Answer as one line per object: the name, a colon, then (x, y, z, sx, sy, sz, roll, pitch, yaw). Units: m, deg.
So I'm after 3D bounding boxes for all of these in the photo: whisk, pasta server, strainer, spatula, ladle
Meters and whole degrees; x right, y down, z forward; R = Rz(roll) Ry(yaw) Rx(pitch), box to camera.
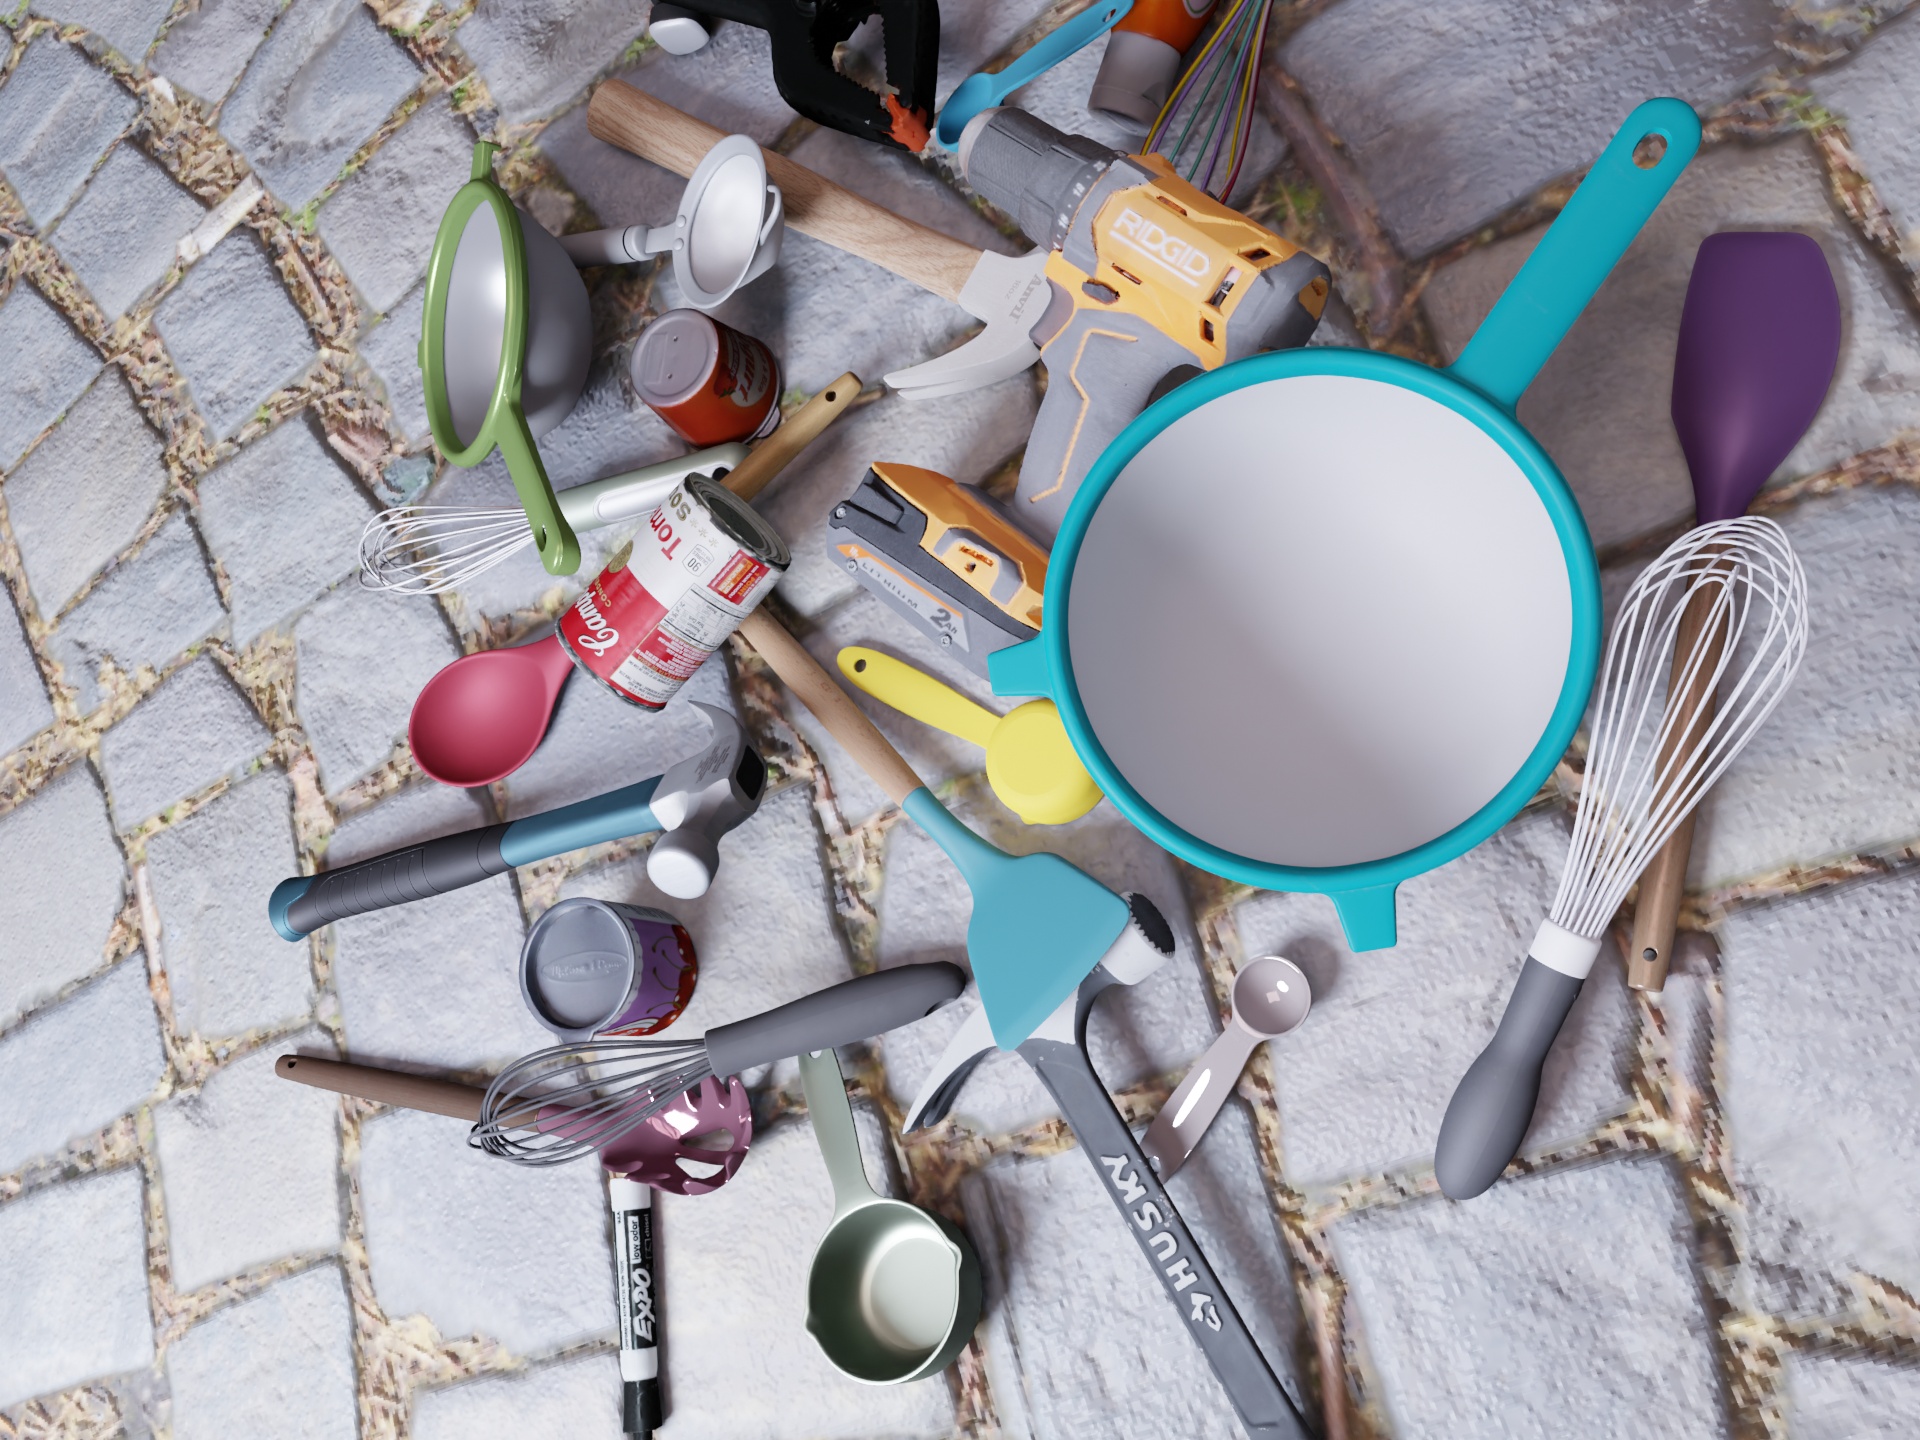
whisk: (-0.222, -0.110, 0.861, 0.246, 0.057, 0.059, -12, 40, 17)
pasta server: (-0.235, 0.194, 0.806, 0.316, 0.040, 0.060, 3, 51, 26)
strainer: (-0.218, -0.171, 0.836, 0.151, 0.069, 0.257, -56, 49, 39)
strainer: (-0.162, -0.256, 0.845, 0.258, 0.050, 0.087, 9, 91, 42)
strainer: (0.180, -0.091, 0.647, 0.211, 0.095, 0.340, 36, 95, 9)
spatula: (-0.041, 0.016, 0.748, 0.082, 0.044, 0.318, -50, 61, 9)
spatula: (0.300, -0.048, 0.634, 0.060, 0.018, 0.316, 10, 82, 25)
whisk: (-0.111, 0.155, 0.730, 0.239, 0.055, 0.055, -17, 72, -1)
ladle: (-0.169, -0.074, 0.829, 0.315, 0.031, 0.069, -39, 85, 14)
whisk: (0.139, -0.332, 0.757, 0.047, 0.051, 0.245, 24, 84, -4)
whisk: (0.243, 0.057, 0.602, 0.070, 0.070, 0.284, 25, 101, 26)

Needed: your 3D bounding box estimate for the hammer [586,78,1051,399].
hammer: (-0.080, -0.271, 0.840, 0.331, 0.031, 0.130, 32, 92, 26)

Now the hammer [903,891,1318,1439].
hammer: (0.117, 0.278, 0.631, 0.149, 0.036, 0.409, -39, 68, 21)

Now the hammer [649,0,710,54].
hammer: (-0.019, -0.454, 0.851, 0.337, 0.034, 0.127, -4, 79, 23)

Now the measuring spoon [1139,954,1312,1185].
measuring spoon: (0.109, 0.153, 0.680, 0.034, 0.018, 0.124, 38, 102, 26)

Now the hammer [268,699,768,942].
hammer: (-0.236, 0.066, 0.809, 0.331, 0.033, 0.128, -16, 31, 28)

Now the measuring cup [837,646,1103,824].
measuring cup: (-0.001, -0.002, 0.749, 0.157, 0.029, 0.062, 27, 90, 24)

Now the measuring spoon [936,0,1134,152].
measuring spoon: (0.040, -0.317, 0.784, 0.128, 0.021, 0.042, -19, 58, 41)

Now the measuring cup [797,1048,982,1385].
measuring cup: (-0.040, 0.215, 0.722, 0.083, 0.038, 0.168, -30, 57, 14)

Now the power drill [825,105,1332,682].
power drill: (0.030, -0.151, 0.718, 0.185, 0.084, 0.226, 39, 105, 21)
